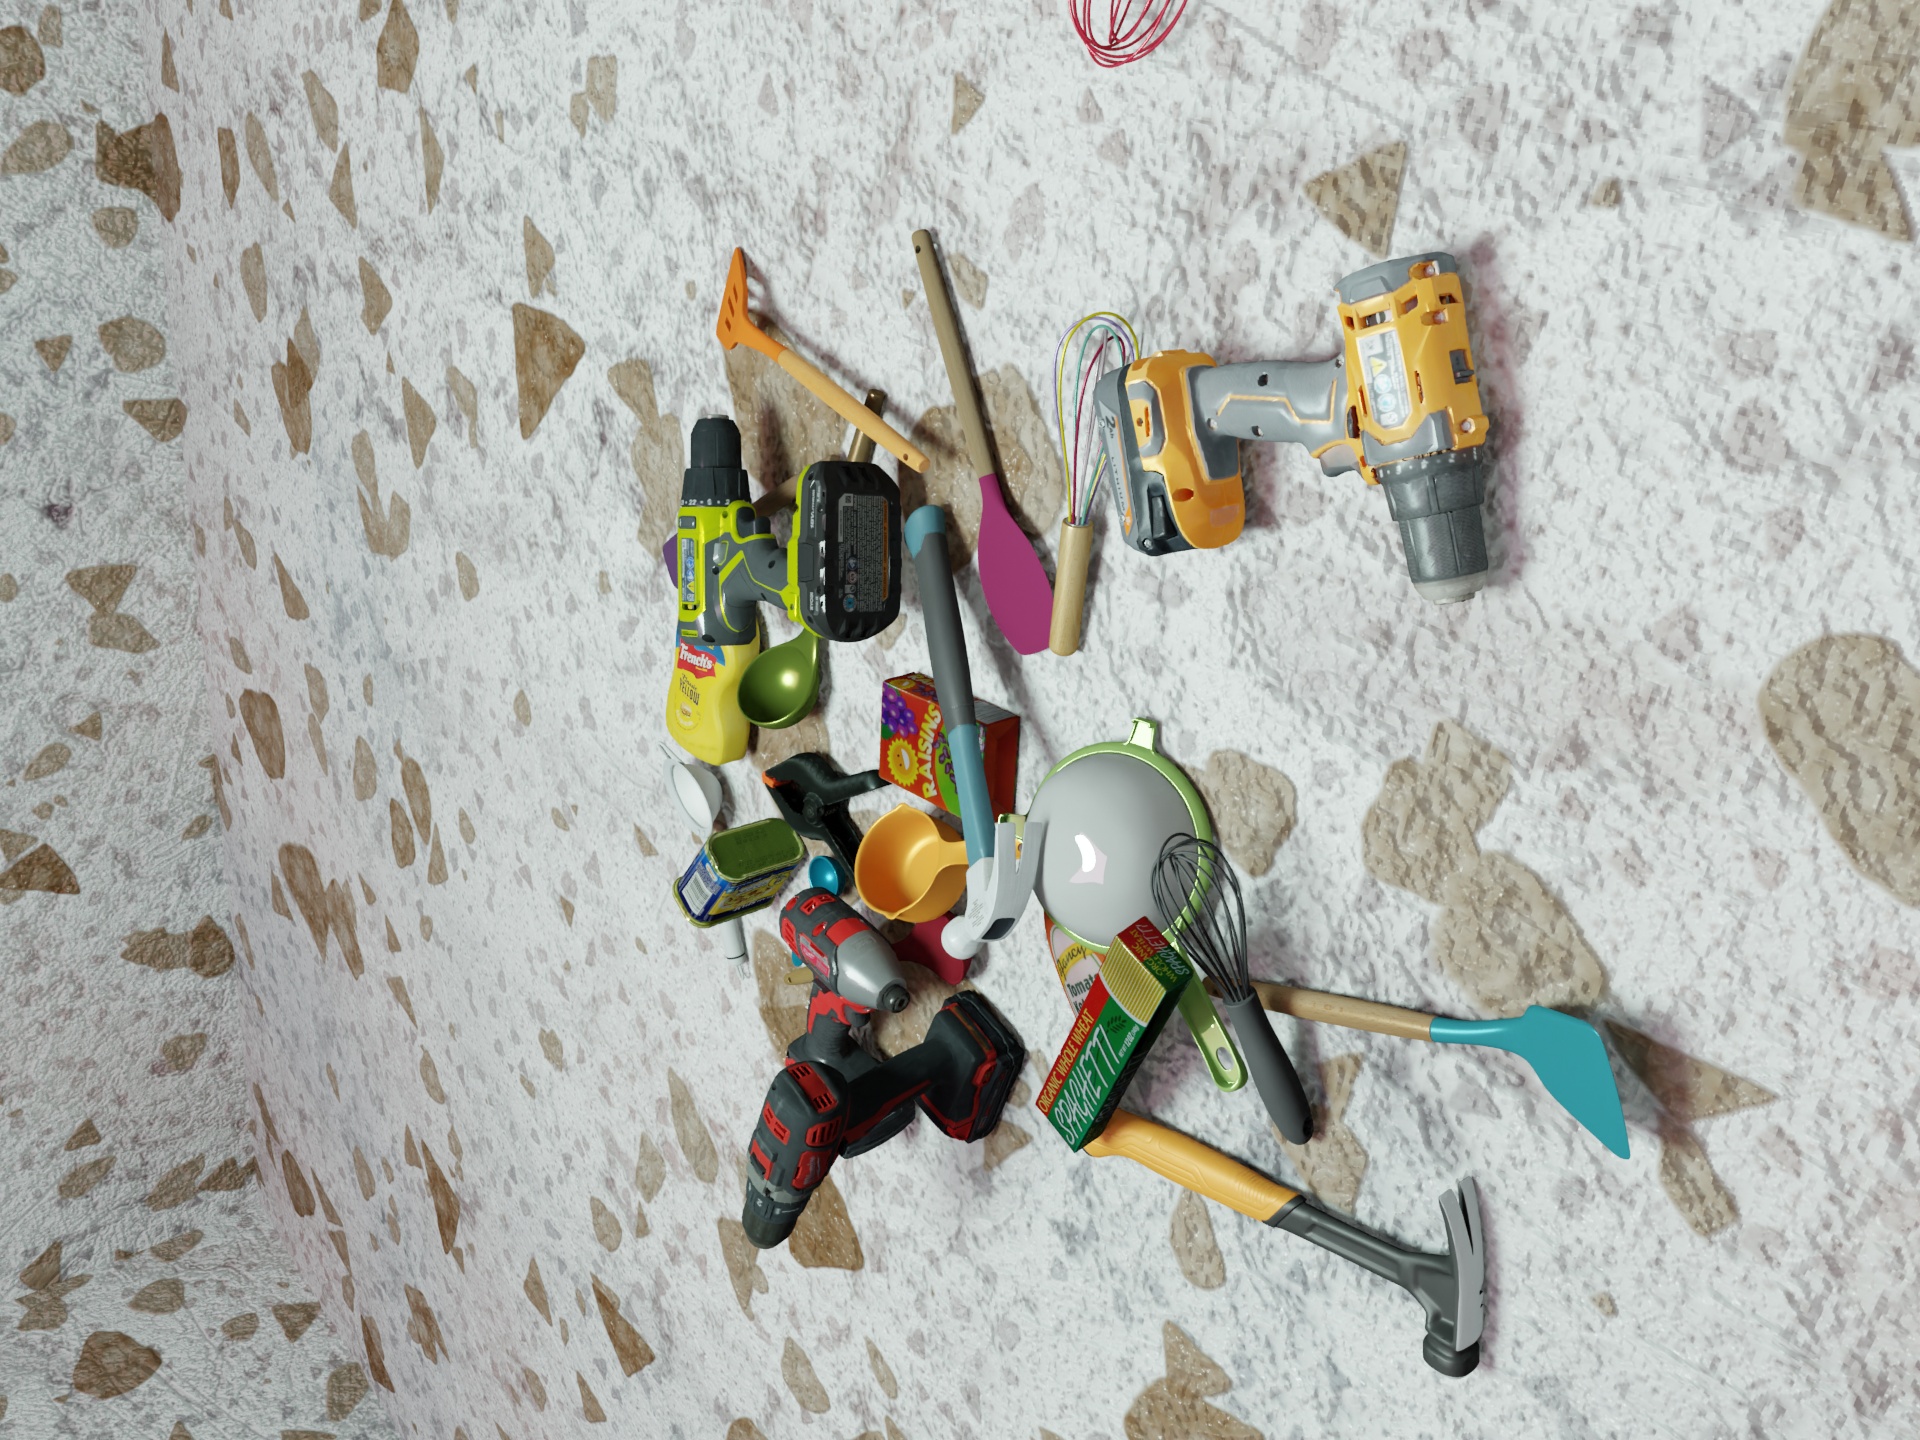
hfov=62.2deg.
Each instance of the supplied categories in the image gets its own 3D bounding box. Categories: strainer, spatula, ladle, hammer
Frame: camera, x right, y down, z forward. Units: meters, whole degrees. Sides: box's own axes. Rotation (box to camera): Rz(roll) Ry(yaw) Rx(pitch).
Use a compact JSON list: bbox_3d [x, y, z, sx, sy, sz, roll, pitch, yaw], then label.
[{"bbox_3d":[-0.244,0.136,1.562,0.087,0.050,0.258,8,114,55],"label":"strainer"},{"bbox_3d":[-0.191,-0.176,1.412,0.316,0.018,0.060,-21,87,52],"label":"spatula"},{"bbox_3d":[0.114,0.135,1.072,0.151,0.069,0.256,-38,69,31],"label":"strainer"},{"bbox_3d":[-0.078,0.210,1.396,0.315,0.031,0.069,-23,83,53],"label":"ladle"},{"bbox_3d":[-0.002,-0.004,1.155,0.128,0.033,0.331,133,132,-56],"label":"hammer"},{"bbox_3d":[0.202,0.320,1.089,0.337,0.034,0.127,12,112,48],"label":"hammer"},{"bbox_3d":[-0.119,-0.280,1.270,0.323,0.041,0.081,43,127,34],"label":"spatula"},{"bbox_3d":[-0.120,-0.127,1.315,0.078,0.062,0.320,48,132,37],"label":"ladle"},{"bbox_3d":[0.261,0.188,0.967,0.318,0.044,0.082,1,115,51],"label":"spatula"}]

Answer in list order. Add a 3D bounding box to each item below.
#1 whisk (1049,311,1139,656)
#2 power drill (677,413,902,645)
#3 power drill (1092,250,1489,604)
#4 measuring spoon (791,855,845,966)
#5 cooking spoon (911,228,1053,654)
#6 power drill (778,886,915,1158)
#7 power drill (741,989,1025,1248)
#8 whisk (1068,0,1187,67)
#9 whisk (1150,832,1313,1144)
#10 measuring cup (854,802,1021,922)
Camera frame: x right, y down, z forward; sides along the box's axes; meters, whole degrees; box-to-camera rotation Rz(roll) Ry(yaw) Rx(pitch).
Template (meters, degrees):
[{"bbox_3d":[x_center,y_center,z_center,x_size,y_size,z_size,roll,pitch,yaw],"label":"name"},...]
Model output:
[{"bbox_3d":[0.086,-0.154,1.073,0.051,0.047,0.244,32,129,39],"label":"whisk"},{"bbox_3d":[-0.149,-0.151,1.269,0.229,0.080,0.190,8,99,47],"label":"power drill"},{"bbox_3d":[0.195,-0.148,0.913,0.226,0.084,0.185,-7,98,47],"label":"power drill"},{"bbox_3d":[-0.129,0.174,1.444,0.042,0.021,0.128,44,129,32],"label":"measuring spoon"},{"bbox_3d":[0.014,-0.203,1.157,0.069,0.017,0.319,-16,90,50],"label":"cooking spoon"},{"bbox_3d":[-0.094,0.261,1.364,0.143,0.078,0.219,35,136,39],"label":"power drill"},{"bbox_3d":[-0.072,0.322,1.265,0.080,0.226,0.187,45,132,32],"label":"power drill"},{"bbox_3d":[0.130,-0.516,0.888,0.073,0.073,0.295,43,125,33],"label":"whisk"},{"bbox_3d":[0.180,0.176,1.020,0.055,0.055,0.238,-2,119,51],"label":"whisk"},{"bbox_3d":[-0.001,0.112,1.250,0.173,0.052,0.095,-10,66,34],"label":"measuring cup"}]
